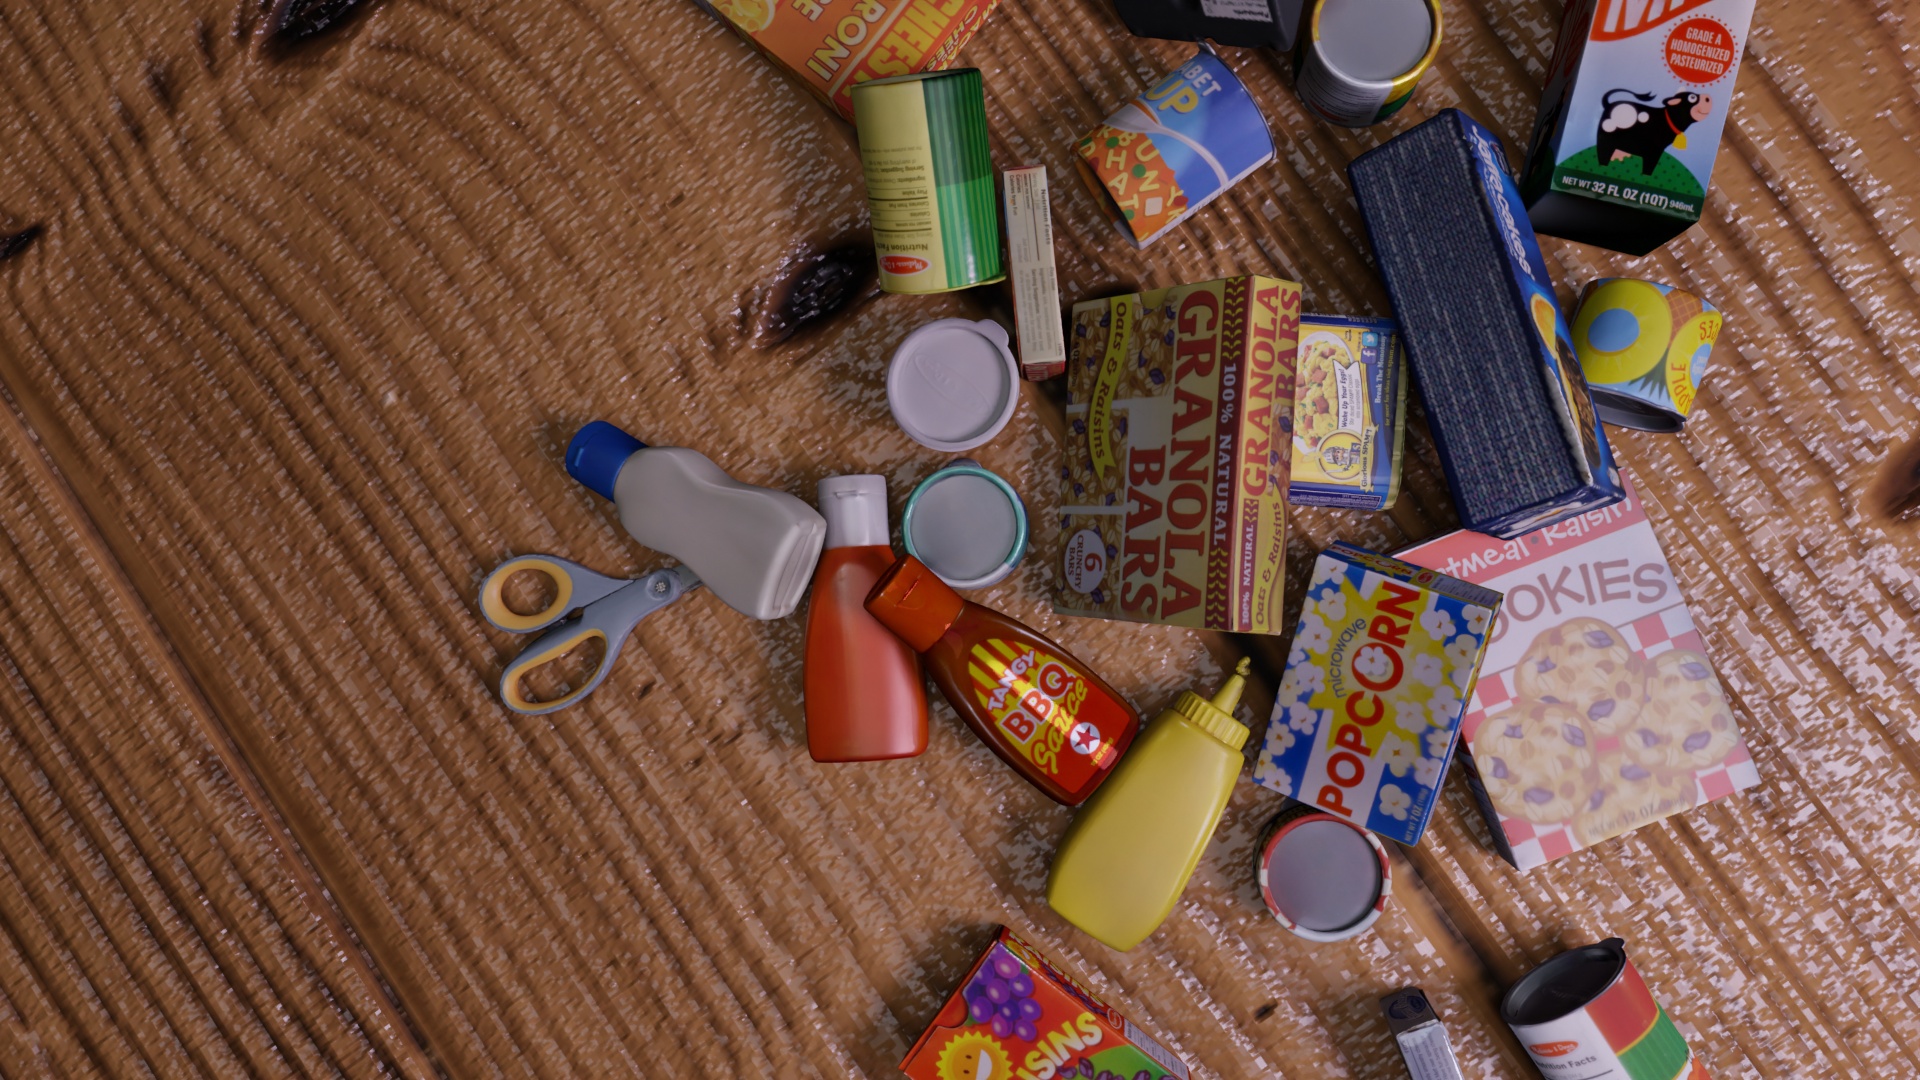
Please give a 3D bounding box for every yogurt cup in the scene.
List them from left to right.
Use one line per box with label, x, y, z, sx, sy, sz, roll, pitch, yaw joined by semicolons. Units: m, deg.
yogurt cup;-0.002;-0.078;0.725;0.072;0.054;0.072;0;88;6

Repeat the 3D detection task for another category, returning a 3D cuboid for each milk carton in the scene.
milk carton;0.338;-0.246;0.686;0.072;0.073;0.190;16;89;7

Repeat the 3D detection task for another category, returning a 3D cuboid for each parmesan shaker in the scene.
parmesan shaker;-0.013;-0.183;0.705;0.071;0.071;0.102;-5;112;6

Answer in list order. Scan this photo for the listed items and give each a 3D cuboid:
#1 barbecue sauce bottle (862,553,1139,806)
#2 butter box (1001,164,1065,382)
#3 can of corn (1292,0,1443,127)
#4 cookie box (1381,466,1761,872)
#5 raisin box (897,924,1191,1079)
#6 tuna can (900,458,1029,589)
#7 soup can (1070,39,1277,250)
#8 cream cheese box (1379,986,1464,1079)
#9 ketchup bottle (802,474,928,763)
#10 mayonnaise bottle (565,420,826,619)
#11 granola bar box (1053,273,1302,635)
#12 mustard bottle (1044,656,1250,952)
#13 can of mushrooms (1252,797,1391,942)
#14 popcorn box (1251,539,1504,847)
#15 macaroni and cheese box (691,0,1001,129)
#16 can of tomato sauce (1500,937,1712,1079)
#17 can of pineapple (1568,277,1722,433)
barbecue sauce bottle;0.018;0.067;0.703;0.148;0.043;0.065;41;79;-9
butter box;0.038;-0.137;0.724;0.024;0.053;0.103;-6;88;3
can of corn;0.208;-0.255;0.708;0.071;0.058;0.071;0;88;6
cookie box;0.300;0.062;0.694;0.123;0.040;0.167;-22;86;5
raisin box;0.044;0.271;0.713;0.123;0.040;0.086;36;93;7
tuna can;0.003;-0.009;0.732;0.071;0.033;0.071;0;88;6
soup can;0.106;-0.201;0.711;0.084;0.071;0.071;-35;85;4
cream cheese box;0.240;0.279;0.684;0.024;0.053;0.104;-21;85;7
ketchup bottle;-0.053;0.040;0.731;0.065;0.043;0.149;-4;87;4
mayonnaise bottle;-0.142;-0.017;0.728;0.148;0.041;0.064;29;105;23
granola bar box;0.103;-0.040;0.682;0.039;0.124;0.165;5;88;-37
mustard bottle;0.106;0.128;0.707;0.065;0.049;0.160;33;91;5
can of mushrooms;0.182;0.166;0.705;0.071;0.033;0.071;0;88;7
popcorn box;0.202;0.074;0.678;0.085;0.038;0.126;20;107;26
macaroni and cheese box;-0.069;-0.312;0.750;0.166;0.040;0.123;40;93;7
can of tomato sauce;0.316;0.248;0.672;0.071;0.071;0.083;-34;85;4
can of pineapple;0.332;-0.090;0.683;0.071;0.071;0.058;21;90;7
